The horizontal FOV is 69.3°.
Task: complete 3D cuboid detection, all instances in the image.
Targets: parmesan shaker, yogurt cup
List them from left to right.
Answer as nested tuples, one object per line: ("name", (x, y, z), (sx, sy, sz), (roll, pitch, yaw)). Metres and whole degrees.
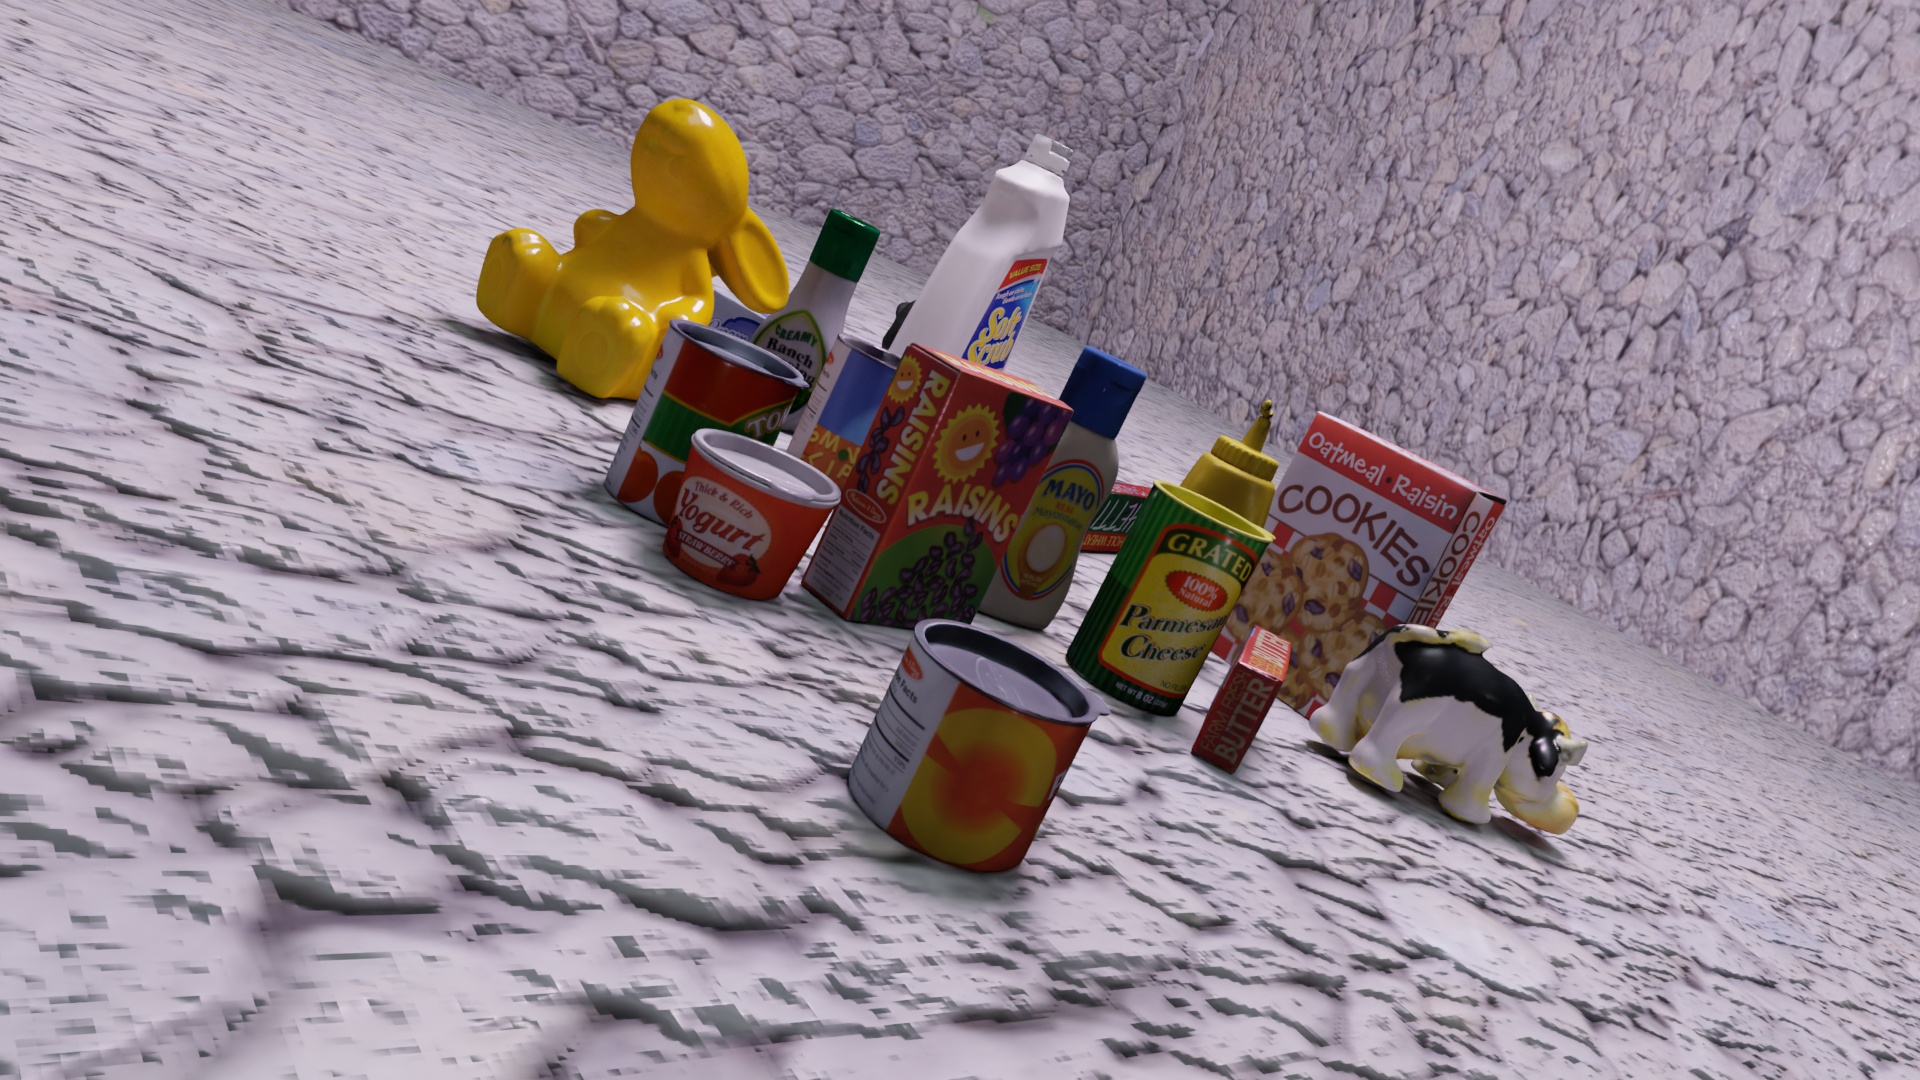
("yogurt cup", (-0.092, -0.010, 0.596), (0.072, 0.053, 0.072), (24, 12, -5))
("parmesan shaker", (0.108, 0.030, 0.709), (0.071, 0.103, 0.071), (24, 12, -5))

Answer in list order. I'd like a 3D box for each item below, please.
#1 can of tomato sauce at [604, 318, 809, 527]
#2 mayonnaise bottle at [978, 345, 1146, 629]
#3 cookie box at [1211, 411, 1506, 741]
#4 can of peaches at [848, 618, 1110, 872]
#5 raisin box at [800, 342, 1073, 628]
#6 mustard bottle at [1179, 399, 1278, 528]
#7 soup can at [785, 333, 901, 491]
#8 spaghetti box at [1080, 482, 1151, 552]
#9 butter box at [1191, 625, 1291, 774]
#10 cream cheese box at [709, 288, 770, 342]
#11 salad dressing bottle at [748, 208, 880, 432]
("can of tomato sauce", (-0.117, -0.051, 0.645), (0.071, 0.083, 0.071), (24, 12, -5))
("mayonnaise bottle", (0.049, -0.028, 0.731), (0.065, 0.147, 0.041), (19, 13, -28))
("cookie box", (0.235, 0.021, 0.850), (0.040, 0.167, 0.123), (14, 16, -44))
("can of peaches", (0.006, 0.068, 0.458), (0.071, 0.058, 0.071), (24, 12, -5))
("raisin box", (-0.010, -0.021, 0.643), (0.086, 0.123, 0.040), (12, 18, -48))
("mustard bottle", (0.151, -0.010, 0.826), (0.065, 0.160, 0.049), (27, 12, 9))
("soup can", (-0.060, -0.075, 0.860), (0.071, 0.083, 0.071), (24, 12, -5))
("spaghetti box", (0.094, -0.019, 1.009), (0.029, 0.050, 0.250), (32, 14, 27))
("butter box", (0.143, 0.078, 0.699), (0.024, 0.053, 0.104), (28, 12, 11))
("cream cheese box", (-0.149, -0.141, 1.027), (0.104, 0.053, 0.024), (31, 13, 24))
("salad dressing bottle", (-0.100, -0.147, 0.928), (0.064, 0.147, 0.044), (26, 12, 4))
